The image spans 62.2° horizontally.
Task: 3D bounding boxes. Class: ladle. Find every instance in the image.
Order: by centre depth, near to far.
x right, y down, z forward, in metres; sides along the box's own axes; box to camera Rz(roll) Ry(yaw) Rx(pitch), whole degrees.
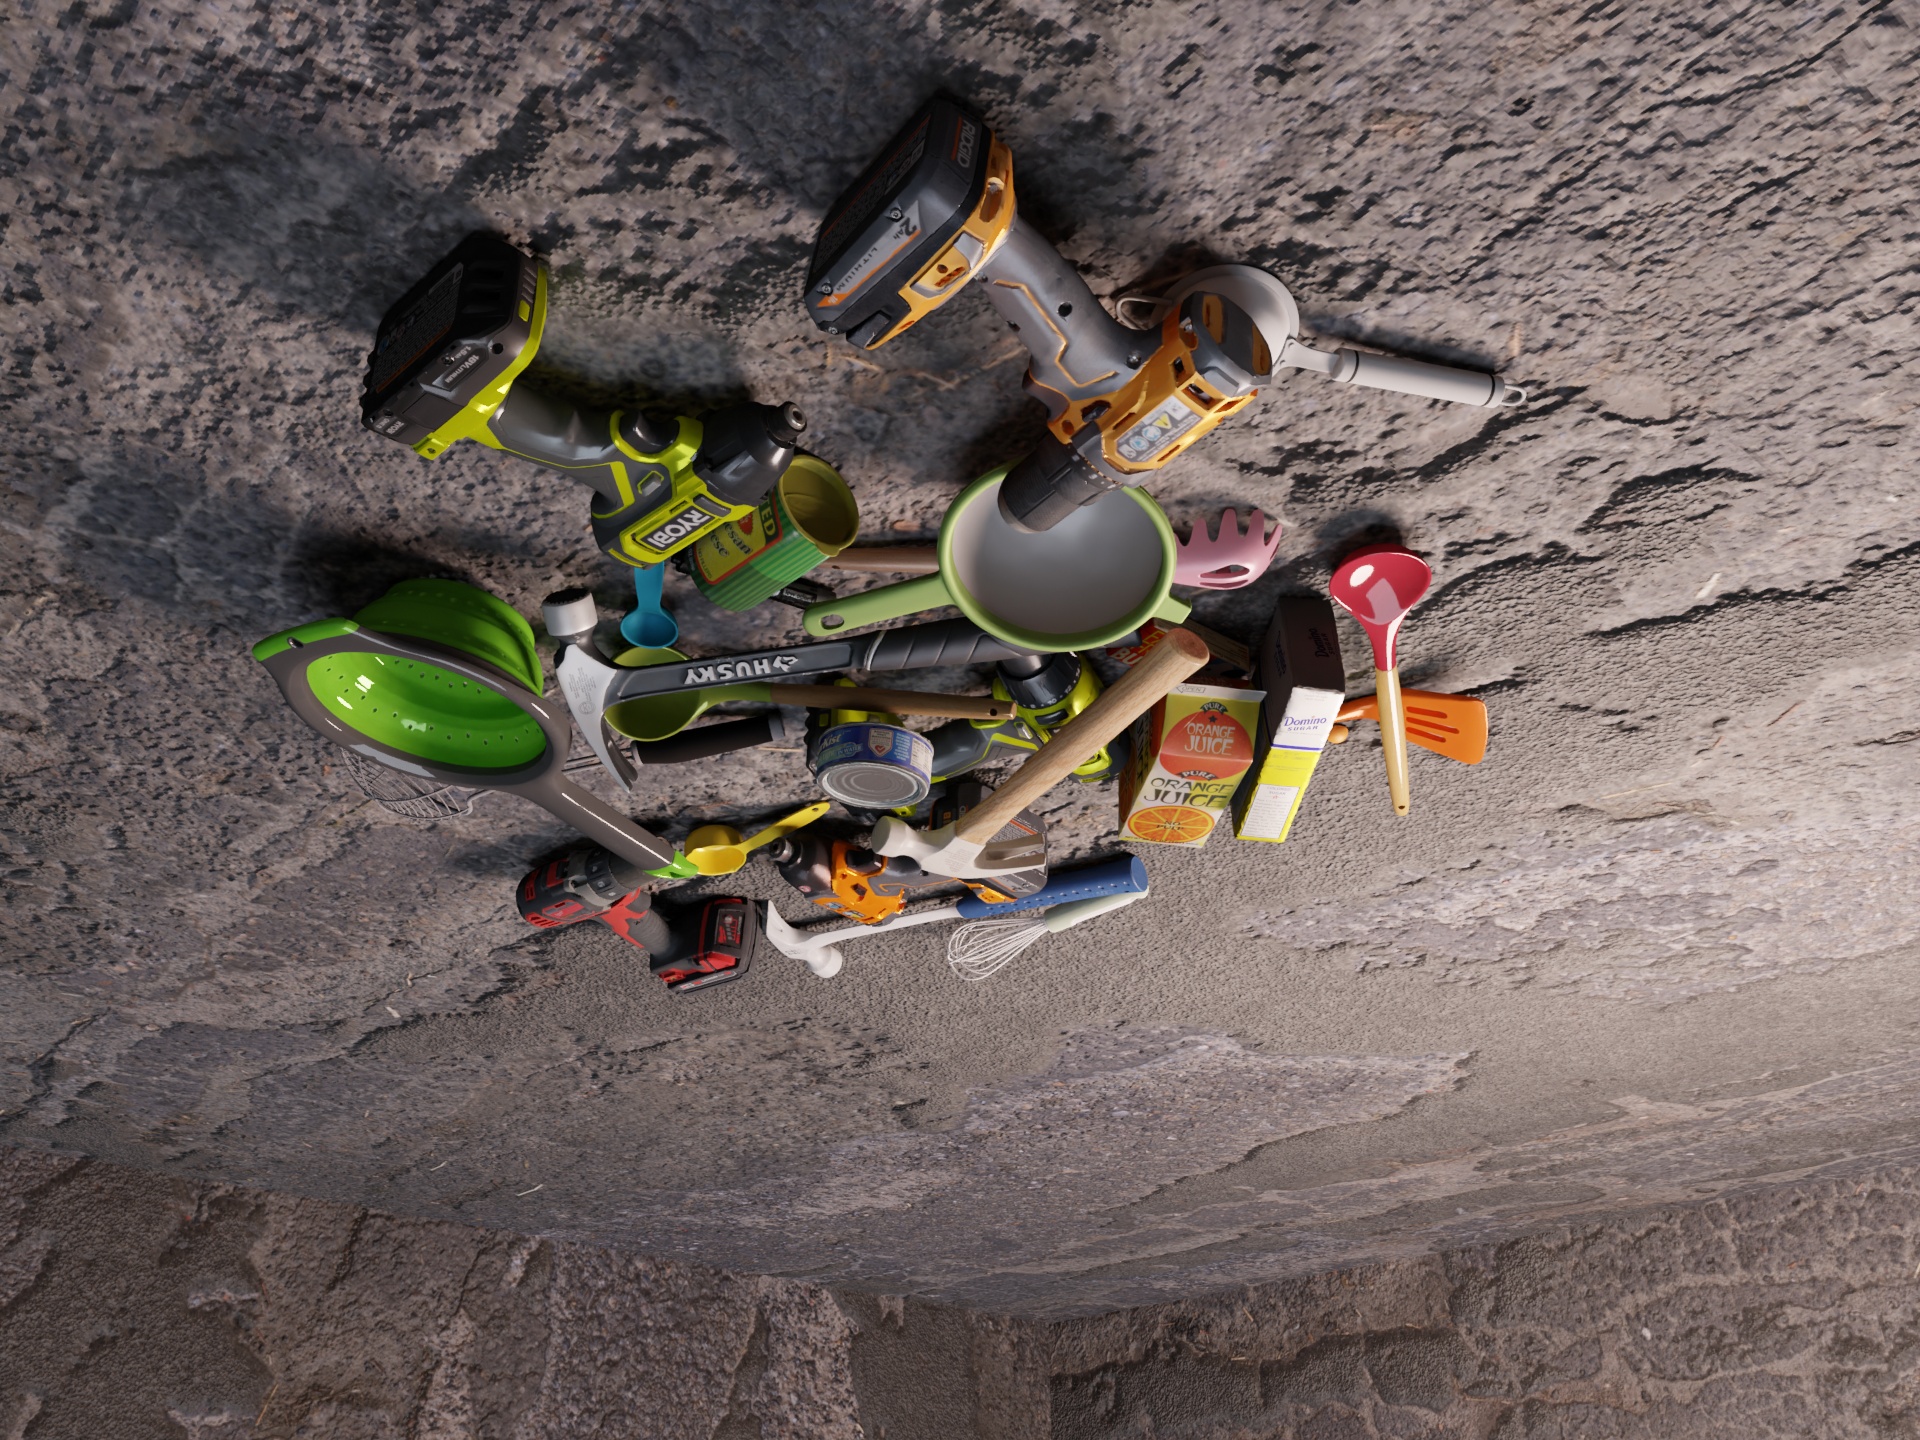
[{"bbox_3d":[-0.117,-0.014,1.166,0.320,0.062,0.078,4,113,18],"label":"ladle"},{"bbox_3d":[0.320,-0.024,1.183,0.069,0.031,0.315,-6,139,15],"label":"ladle"}]

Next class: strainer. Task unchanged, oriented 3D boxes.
[{"bbox_3d":[0.214,-0.205,0.913,0.258,0.050,0.086,6,135,-15],"label":"strainer"},{"bbox_3d":[0.015,-0.109,1.037,0.256,0.069,0.151,-14,129,21],"label":"strainer"}]

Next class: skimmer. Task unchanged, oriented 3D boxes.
[{"bbox_3d":[-0.327,0.014,1.307,0.363,0.090,0.127,-11,145,0],"label":"skimmer"}]

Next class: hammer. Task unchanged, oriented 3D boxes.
[{"bbox_3d":[-0.078,-0.041,1.110,0.409,0.036,0.149,-7,112,5],"label":"hammer"},{"bbox_3d":[0.070,0.033,1.190,0.130,0.031,0.331,19,139,-27],"label":"hammer"},{"bbox_3d":[-0.011,0.190,1.594,0.405,0.035,0.143,-15,147,24],"label":"hammer"}]

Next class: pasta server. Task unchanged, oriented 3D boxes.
[{"bbox_3d":[0.059,-0.114,1.087,0.316,0.040,0.060,2,150,6],"label":"pasta server"}]

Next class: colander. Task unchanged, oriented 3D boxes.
[{"bbox_3d":[-0.329,0.003,1.201,0.204,0.095,0.396,-11,145,32],"label":"colander"}]

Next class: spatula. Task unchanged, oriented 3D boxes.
[{"bbox_3d":[0.251,0.007,1.272,0.322,0.041,0.080,-4,140,11],"label":"spatula"}]

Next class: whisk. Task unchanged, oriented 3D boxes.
[{"bbox_3d":[0.085,0.206,1.612,0.246,0.059,0.057,-25,164,30],"label":"whisk"}]

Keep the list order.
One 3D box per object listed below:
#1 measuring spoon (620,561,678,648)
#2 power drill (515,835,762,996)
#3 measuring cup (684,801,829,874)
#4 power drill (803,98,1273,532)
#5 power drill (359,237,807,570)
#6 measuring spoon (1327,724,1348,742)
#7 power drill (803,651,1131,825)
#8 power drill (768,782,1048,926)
[{"bbox_3d":[-0.220,-0.100,1.128,0.042,0.021,0.128,6,140,-7],"label":"measuring spoon"},{"bbox_3d":[-0.294,0.184,1.555,0.188,0.080,0.226,-22,140,33],"label":"power drill"},{"bbox_3d":[-0.187,0.098,1.462,0.156,0.029,0.062,-26,144,19],"label":"measuring cup"},{"bbox_3d":[0.026,-0.198,0.853,0.226,0.084,0.185,29,138,-26],"label":"power drill"},{"bbox_3d":[-0.215,-0.179,0.933,0.171,0.080,0.223,-25,145,36],"label":"power drill"},{"bbox_3d":[0.261,0.014,1.310,0.117,0.011,0.021,-1,150,4],"label":"measuring spoon"},{"bbox_3d":[-0.002,-0.004,1.225,0.228,0.080,0.190,-15,142,21],"label":"power drill"},{"bbox_3d":[-0.053,0.124,1.436,0.226,0.084,0.164,-17,149,33],"label":"power drill"}]
